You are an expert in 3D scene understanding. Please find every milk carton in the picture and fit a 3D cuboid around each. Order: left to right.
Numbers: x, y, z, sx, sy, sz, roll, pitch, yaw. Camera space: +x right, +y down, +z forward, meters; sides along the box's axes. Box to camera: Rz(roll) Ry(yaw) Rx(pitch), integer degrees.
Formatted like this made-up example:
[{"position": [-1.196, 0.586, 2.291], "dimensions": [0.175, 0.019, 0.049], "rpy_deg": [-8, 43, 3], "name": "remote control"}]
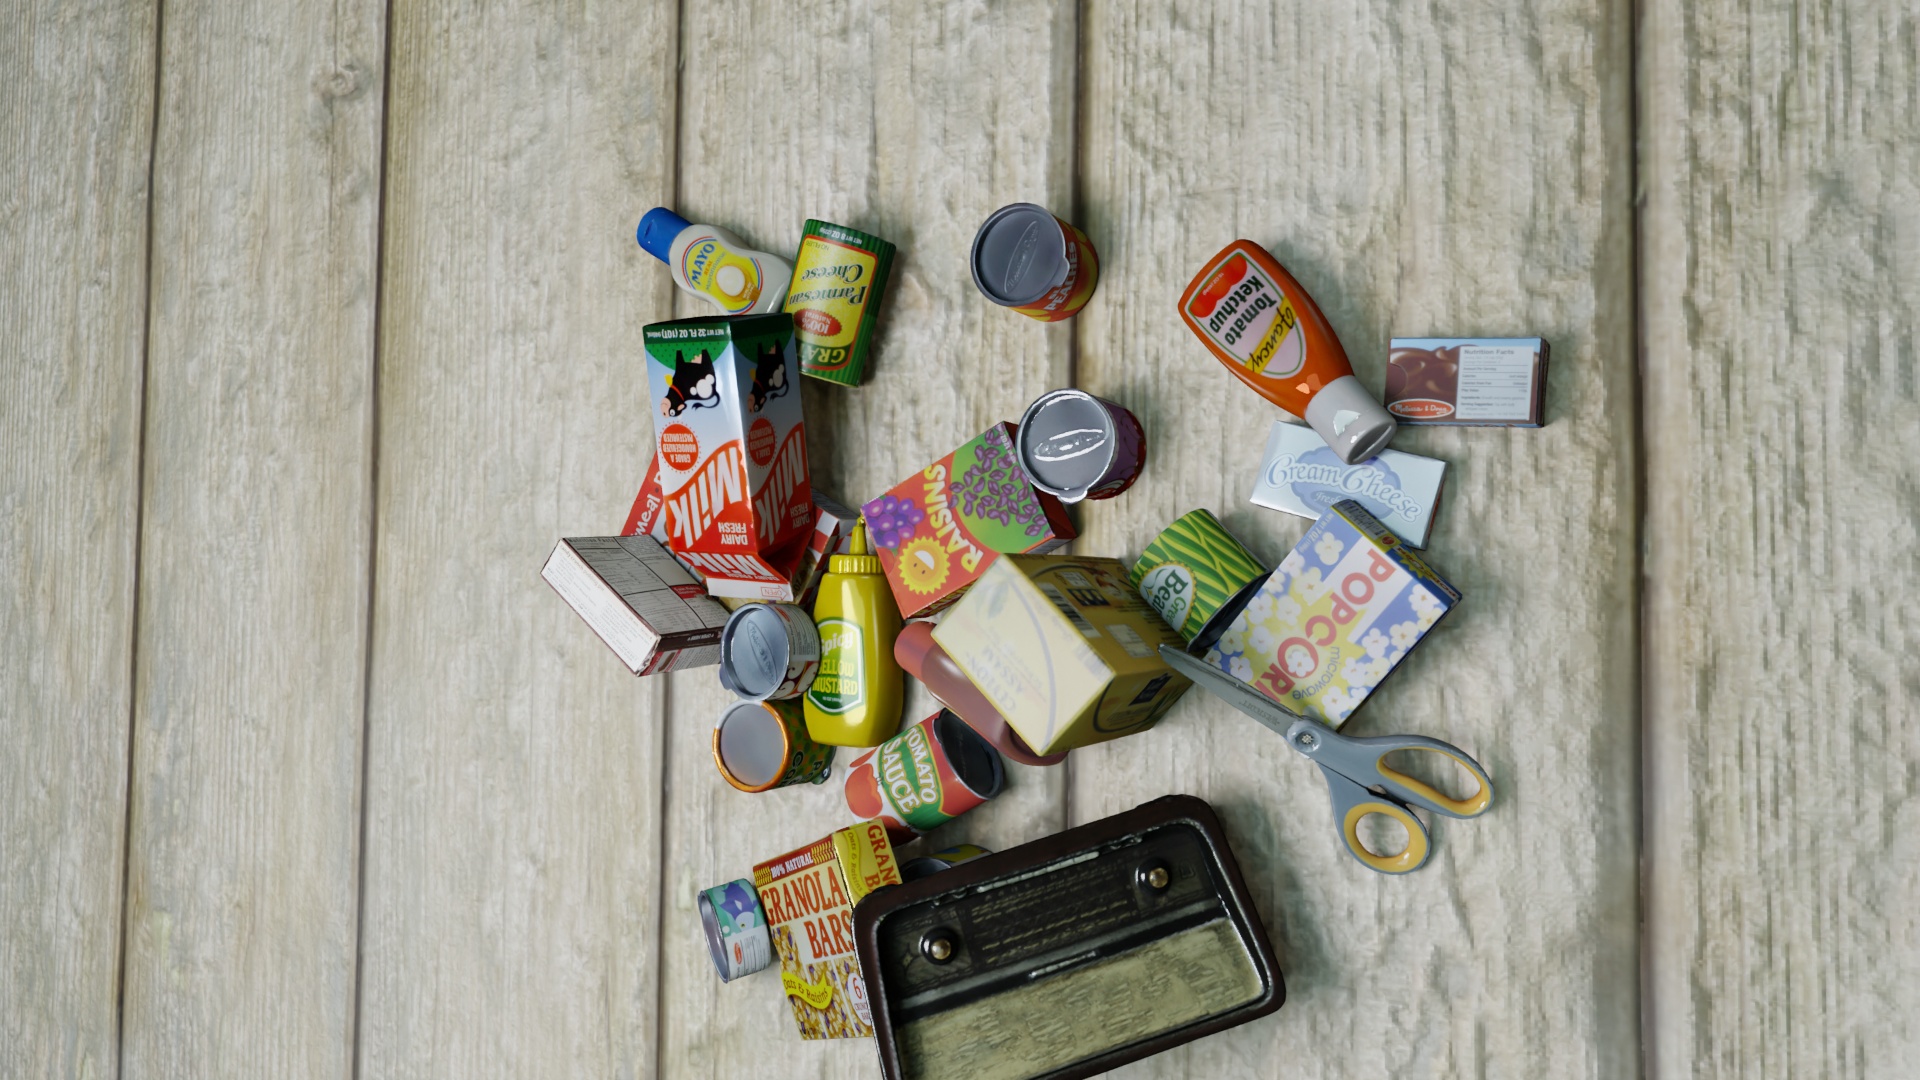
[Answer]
[{"position": [-0.150, -0.053, 0.924], "dimensions": [0.072, 0.074, 0.190], "rpy_deg": [3, 104, 27], "name": "milk carton"}]

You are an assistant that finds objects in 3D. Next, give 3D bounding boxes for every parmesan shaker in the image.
[{"position": [-0.092, -0.164, 0.960], "dimensions": [0.071, 0.071, 0.103], "rpy_deg": [19, 97, 27], "name": "parmesan shaker"}]

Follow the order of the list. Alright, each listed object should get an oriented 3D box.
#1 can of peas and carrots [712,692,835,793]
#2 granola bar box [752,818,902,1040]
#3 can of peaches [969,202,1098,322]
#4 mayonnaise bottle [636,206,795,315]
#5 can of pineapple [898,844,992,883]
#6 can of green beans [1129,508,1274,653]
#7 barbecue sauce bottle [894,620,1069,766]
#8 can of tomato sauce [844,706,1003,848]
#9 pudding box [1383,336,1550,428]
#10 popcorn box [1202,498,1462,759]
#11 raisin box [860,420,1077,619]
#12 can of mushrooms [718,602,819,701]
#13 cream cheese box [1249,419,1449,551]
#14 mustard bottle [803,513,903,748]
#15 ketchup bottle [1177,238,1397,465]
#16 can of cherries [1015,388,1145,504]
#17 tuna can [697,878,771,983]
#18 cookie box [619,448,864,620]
[{"position": [-0.129, 0.143, 0.970], "dimensions": [0.071, 0.059, 0.071], "rpy_deg": [-1, 87, 29], "name": "can of peas and carrots"}, {"position": [-0.079, 0.256, 0.901], "dimensions": [0.165, 0.039, 0.124], "rpy_deg": [-38, 67, 58], "name": "granola bar box"}, {"position": [0.050, -0.176, 0.891], "dimensions": [0.071, 0.058, 0.071], "rpy_deg": [-2, 87, 27], "name": "can of peaches"}, {"position": [-0.177, -0.200, 1.022], "dimensions": [0.148, 0.041, 0.064], "rpy_deg": [33, 105, 25], "name": "mayonnaise bottle"}, {"position": [-0.008, 0.235, 0.901], "dimensions": [0.071, 0.058, 0.071], "rpy_deg": [-2, 87, 28], "name": "can of pineapple"}, {"position": [0.143, 0.023, 0.826], "dimensions": [0.058, 0.071, 0.071], "rpy_deg": [47, 109, 22], "name": "can of green beans"}, {"position": [0.009, 0.092, 0.877], "dimensions": [0.149, 0.065, 0.043], "rpy_deg": [30, 95, 53], "name": "barbecue sauce bottle"}, {"position": [-0.026, 0.155, 0.908], "dimensions": [0.083, 0.071, 0.071], "rpy_deg": [-33, 73, 24], "name": "can of tomato sauce"}, {"position": [0.283, -0.089, 0.779], "dimensions": [0.083, 0.030, 0.049], "rpy_deg": [4, 90, 28], "name": "pudding box"}, {"position": [0.210, 0.050, 0.791], "dimensions": [0.085, 0.038, 0.126], "rpy_deg": [44, 119, 18], "name": "popcorn box"}, {"position": [0.003, -0.012, 0.918], "dimensions": [0.123, 0.040, 0.086], "rpy_deg": [-29, 75, 24], "name": "raisin box"}, {"position": [-0.130, 0.076, 0.939], "dimensions": [0.071, 0.033, 0.071], "rpy_deg": [-2, 86, 37], "name": "can of mushrooms"}, {"position": [0.226, -0.033, 0.809], "dimensions": [0.104, 0.024, 0.053], "rpy_deg": [17, 94, 27], "name": "cream cheese box"}, {"position": [-0.072, 0.059, 0.949], "dimensions": [0.065, 0.049, 0.160], "rpy_deg": [0, 88, 29], "name": "mustard bottle"}, {"position": [0.192, -0.107, 0.807], "dimensions": [0.064, 0.043, 0.149], "rpy_deg": [-48, 58, 22], "name": "ketchup bottle"}, {"position": [0.076, -0.056, 0.871], "dimensions": [0.071, 0.058, 0.071], "rpy_deg": [-1, 87, 27], "name": "can of cherries"}, {"position": [-0.159, 0.272, 0.977], "dimensions": [0.071, 0.033, 0.070], "rpy_deg": [43, 140, 53], "name": "tuna can"}, {"position": [-0.165, -0.001, 1.006], "dimensions": [0.168, 0.040, 0.122], "rpy_deg": [32, 103, 25], "name": "cookie box"}]
